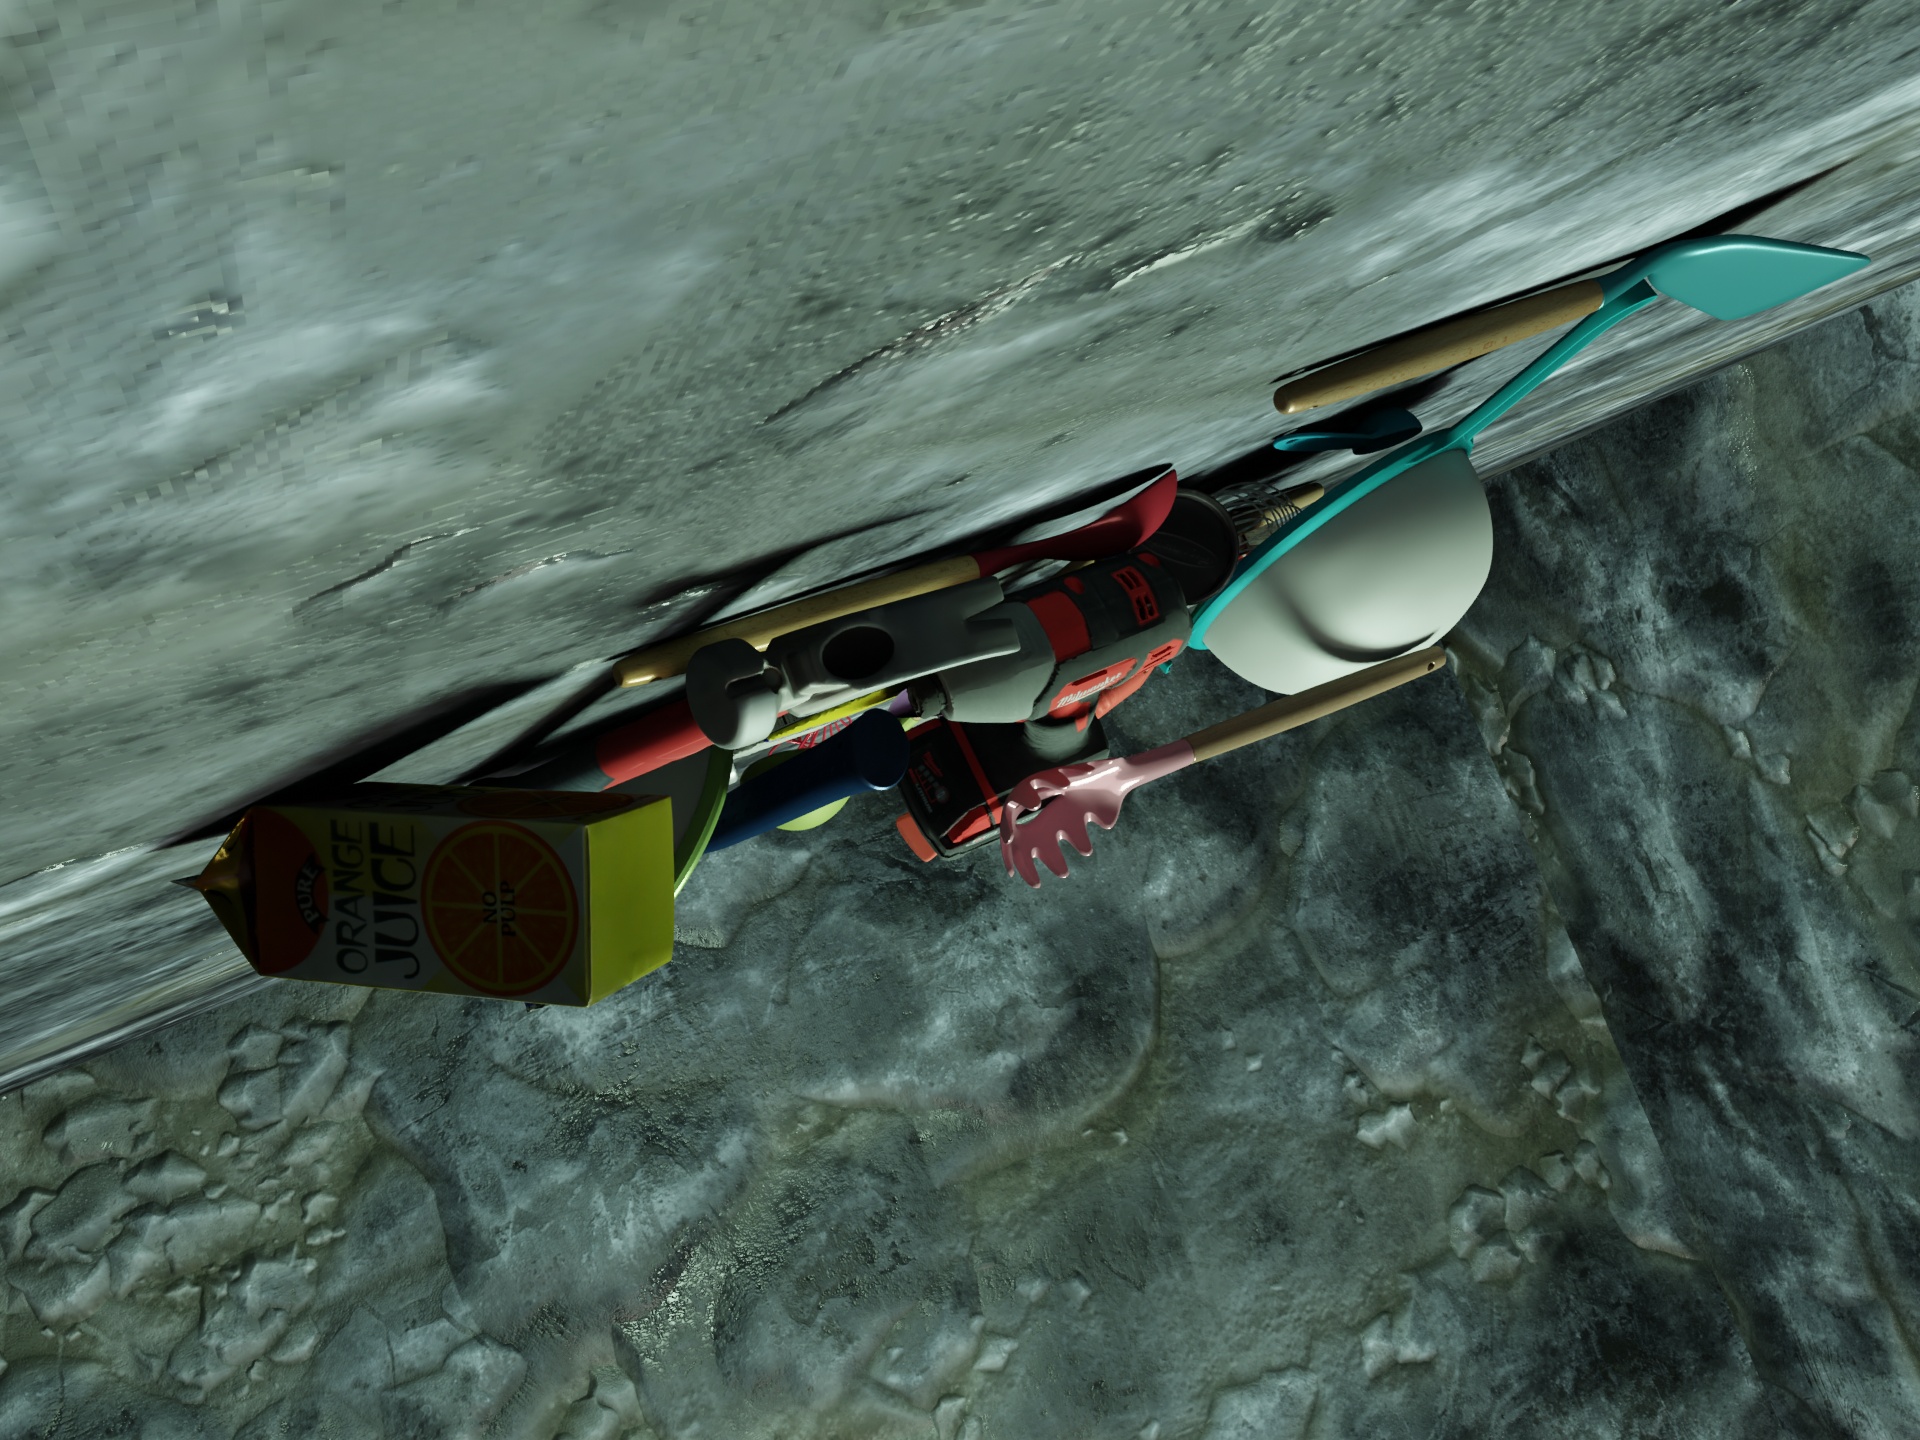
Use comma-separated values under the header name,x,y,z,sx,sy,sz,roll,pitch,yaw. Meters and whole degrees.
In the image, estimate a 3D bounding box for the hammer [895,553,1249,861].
name,x,y,z,sx,sy,sz,roll,pitch,yaw
hammer,0.103,-0.020,1.149,0.359,0.036,0.149,-37,-177,-13

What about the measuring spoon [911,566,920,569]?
name,x,y,z,sx,sy,sz,roll,pitch,yaw
measuring spoon,-0.071,-0.043,0.775,0.124,0.018,0.034,-24,178,12

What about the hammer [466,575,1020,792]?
name,x,y,z,sx,sy,sz,roll,pitch,yaw
hammer,-0.136,0.008,0.741,0.143,0.038,0.386,-19,180,-37

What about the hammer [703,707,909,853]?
name,x,y,z,sx,sy,sz,roll,pitch,yaw
hammer,-0.158,0.064,0.936,0.405,0.035,0.144,-25,-138,49

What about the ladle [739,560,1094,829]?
name,x,y,z,sx,sy,sz,roll,pitch,yaw
ladle,-0.022,-0.029,1.032,0.320,0.062,0.078,-39,-166,23

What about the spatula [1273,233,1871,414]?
name,x,y,z,sx,sy,sz,roll,pitch,yaw
spatula,0.273,-0.177,0.723,0.317,0.044,0.082,-21,-178,-22

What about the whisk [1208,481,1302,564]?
name,x,y,z,sx,sy,sz,roll,pitch,yaw
whisk,0.085,-0.087,1.037,0.284,0.070,0.070,-19,180,14

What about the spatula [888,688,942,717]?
name,x,y,z,sx,sy,sz,roll,pitch,yaw
spatula,-0.002,-0.003,1.011,0.060,0.018,0.315,-27,171,3

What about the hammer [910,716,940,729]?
name,x,y,z,sx,sy,sz,roll,pitch,yaw
hammer,0.054,-0.035,1.104,0.146,0.035,0.335,-23,-176,-11

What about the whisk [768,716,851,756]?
name,x,y,z,sx,sy,sz,roll,pitch,yaw
whisk,-0.103,-0.003,1.191,0.073,0.073,0.295,-23,173,-15

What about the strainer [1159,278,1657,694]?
name,x,y,z,sx,sy,sz,roll,pitch,yaw
strainer,0.283,-0.110,0.933,0.211,0.095,0.340,-20,163,-47

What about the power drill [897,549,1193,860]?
name,x,y,z,sx,sy,sz,roll,pitch,yaw
power drill,0.029,-0.005,0.844,0.143,0.079,0.219,-22,163,-17

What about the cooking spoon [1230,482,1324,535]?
name,x,y,z,sx,sy,sz,roll,pitch,yaw
cooking spoon,0.198,-0.143,1.183,0.069,0.017,0.319,25,-149,29

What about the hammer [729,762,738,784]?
name,x,y,z,sx,sy,sz,roll,pitch,yaw
hammer,-0.229,0.041,1.211,0.149,0.036,0.409,-22,178,-14

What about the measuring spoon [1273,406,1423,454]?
name,x,y,z,sx,sy,sz,roll,pitch,yaw
measuring spoon,0.218,-0.168,0.910,0.128,0.021,0.042,-10,171,-42

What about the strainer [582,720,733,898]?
name,x,y,z,sx,sy,sz,roll,pitch,yaw
strainer,-0.224,0.051,0.945,0.256,0.069,0.151,0,-117,59

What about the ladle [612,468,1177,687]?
name,x,y,z,sx,sy,sz,roll,pitch,yaw
ladle,-0.016,-0.065,0.735,0.315,0.031,0.069,-20,174,-32

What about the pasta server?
name,x,y,z,sx,sy,sz,roll,pitch,yaw
pasta server,0.151,0.013,0.877,0.316,0.060,0.040,-19,-142,-23
